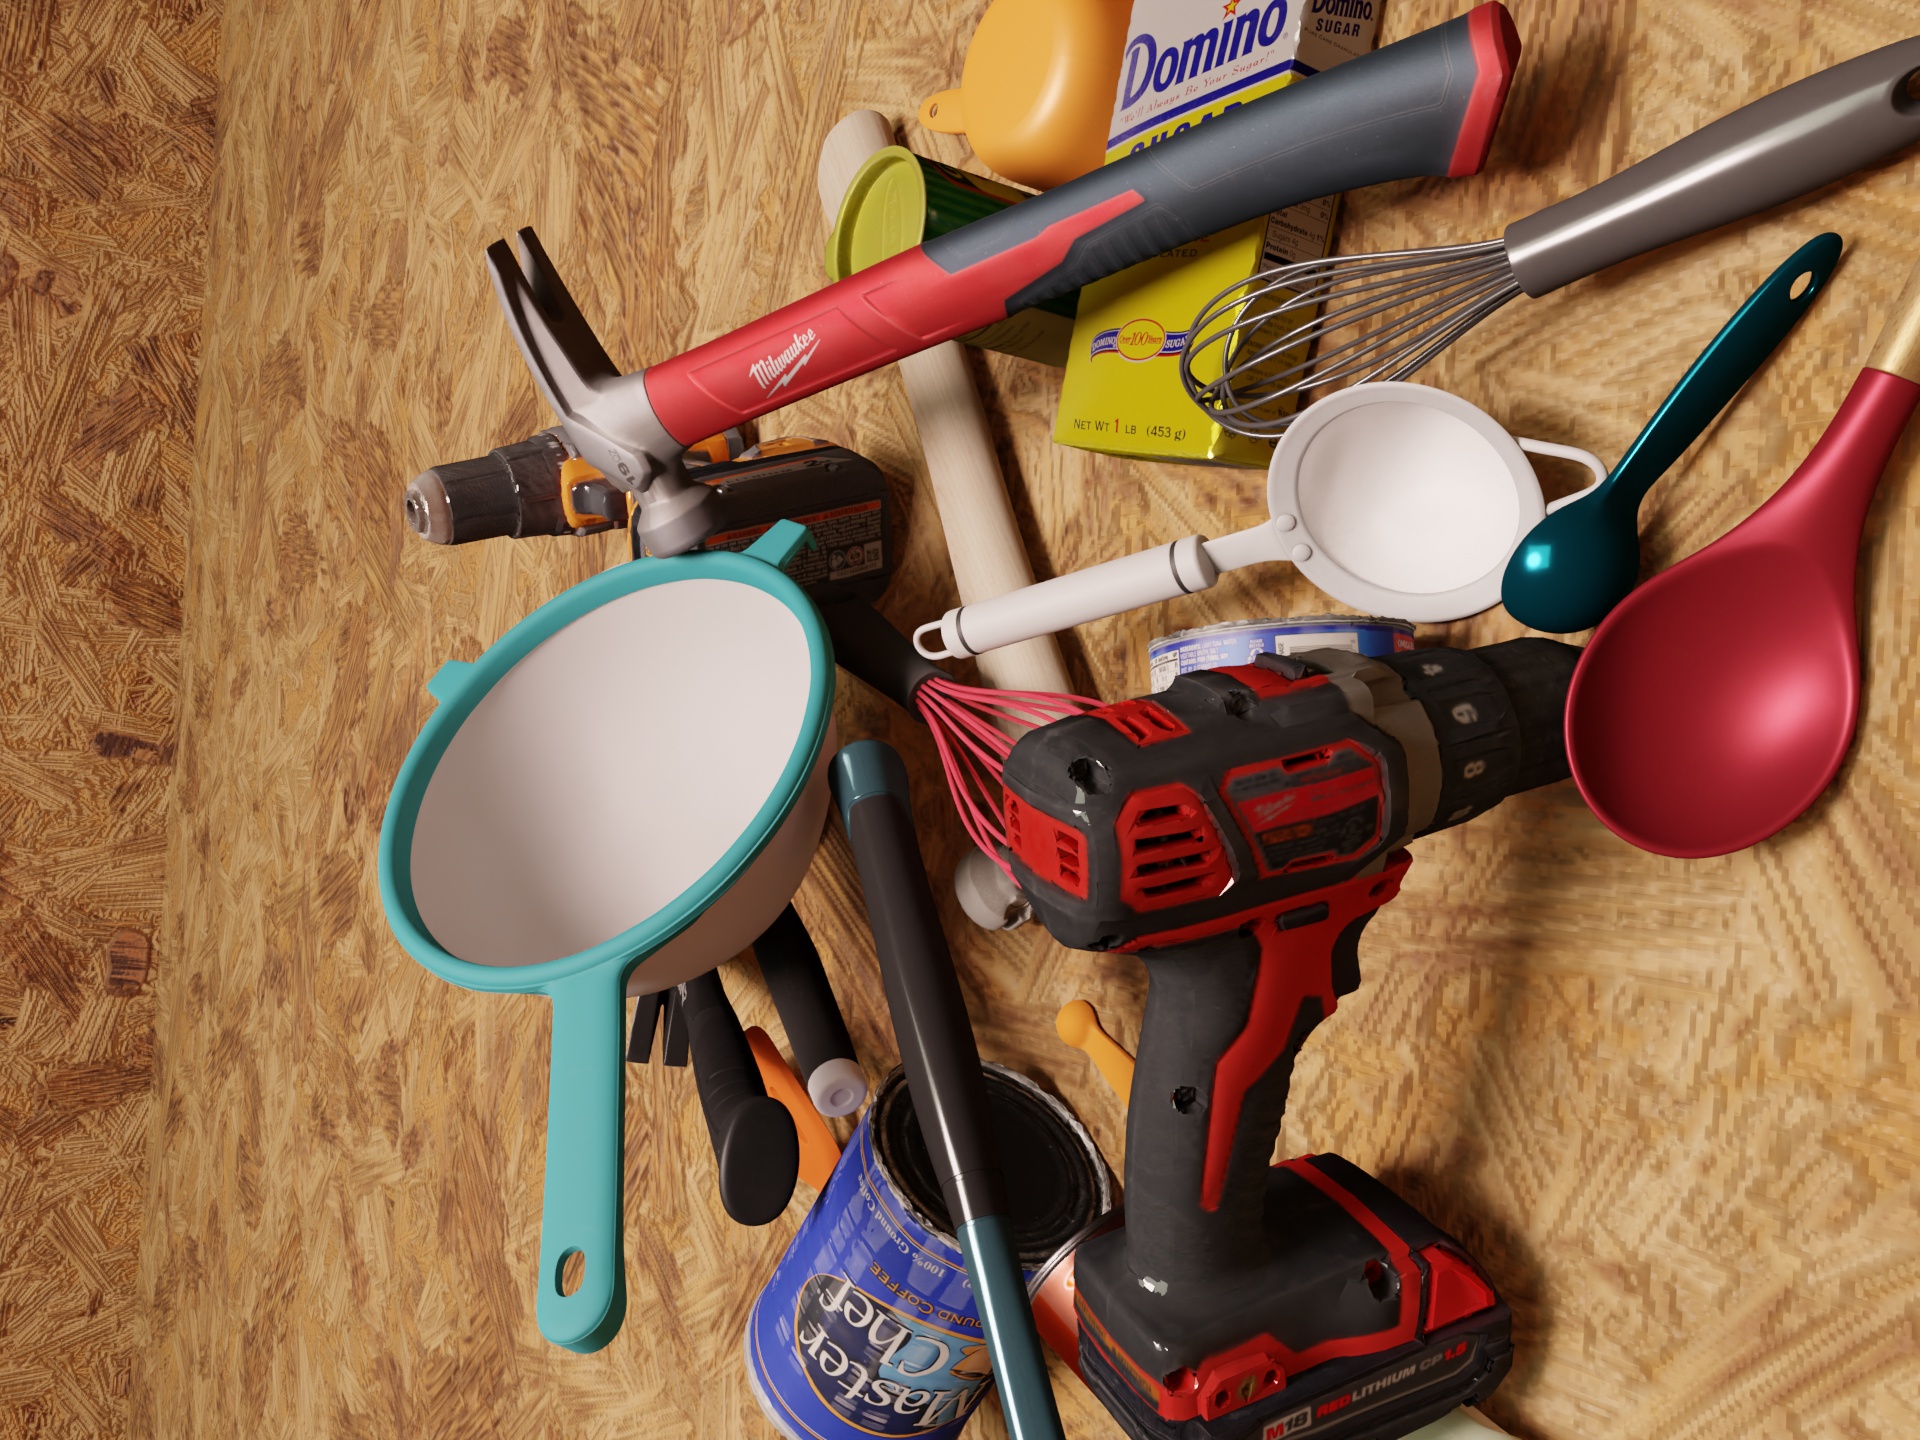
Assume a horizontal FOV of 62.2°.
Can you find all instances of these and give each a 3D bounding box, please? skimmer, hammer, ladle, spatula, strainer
[{"bbox_3d":[-0.123,0.041,0.746,0.127,0.090,0.364,-40,36,4],"label":"skimmer"},{"bbox_3d":[-0.003,-0.170,0.561,0.386,0.038,0.143,-14,116,33],"label":"hammer"},{"bbox_3d":[0.004,0.155,0.529,0.128,0.033,0.331,78,176,-60],"label":"hammer"},{"bbox_3d":[0.239,-0.109,0.386,0.069,0.031,0.315,26,108,15],"label":"ladle"},{"bbox_3d":[-0.055,0.302,0.740,0.081,0.041,0.323,-52,48,54],"label":"spatula"},{"bbox_3d":[-0.122,0.084,0.625,0.211,0.095,0.341,-21,48,14],"label":"strainer"},{"bbox_3d":[0.086,-0.057,0.537,0.258,0.050,0.086,-15,119,34],"label":"strainer"},{"bbox_3d":[0.005,-0.124,0.705,0.146,0.038,0.411,-42,54,42],"label":"hammer"},{"bbox_3d":[-0.121,0.149,0.763,0.335,0.035,0.146,-145,65,-71],"label":"hammer"}]

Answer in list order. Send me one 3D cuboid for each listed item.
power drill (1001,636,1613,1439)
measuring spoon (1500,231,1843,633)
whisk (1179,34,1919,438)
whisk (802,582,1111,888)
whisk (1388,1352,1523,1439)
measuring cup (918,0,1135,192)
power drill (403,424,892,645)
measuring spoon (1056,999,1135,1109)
[{"bbox_3d":[0.109,0.087,0.456,0.080,0.188,0.226,-151,52,-61],"label":"power drill"},{"bbox_3d":[0.199,-0.073,0.435,0.128,0.042,0.021,-57,39,24],"label":"measuring spoon"},{"bbox_3d":[0.164,-0.137,0.462,0.239,0.055,0.055,-17,73,40],"label":"whisk"},{"bbox_3d":[-0.001,-0.002,0.623,0.296,0.073,0.073,38,117,53],"label":"whisk"},{"bbox_3d":[0.173,0.227,0.438,0.059,0.057,0.246,-50,34,-9],"label":"whisk"},{"bbox_3d":[0.014,-0.275,0.691,0.174,0.052,0.095,22,105,50],"label":"measuring cup"},{"bbox_3d":[-0.163,-0.107,0.809,0.226,0.185,0.084,29,128,48],"label":"power drill"},{"bbox_3d":[0.069,0.148,0.610,0.117,0.011,0.021,46,123,46],"label":"measuring spoon"}]
